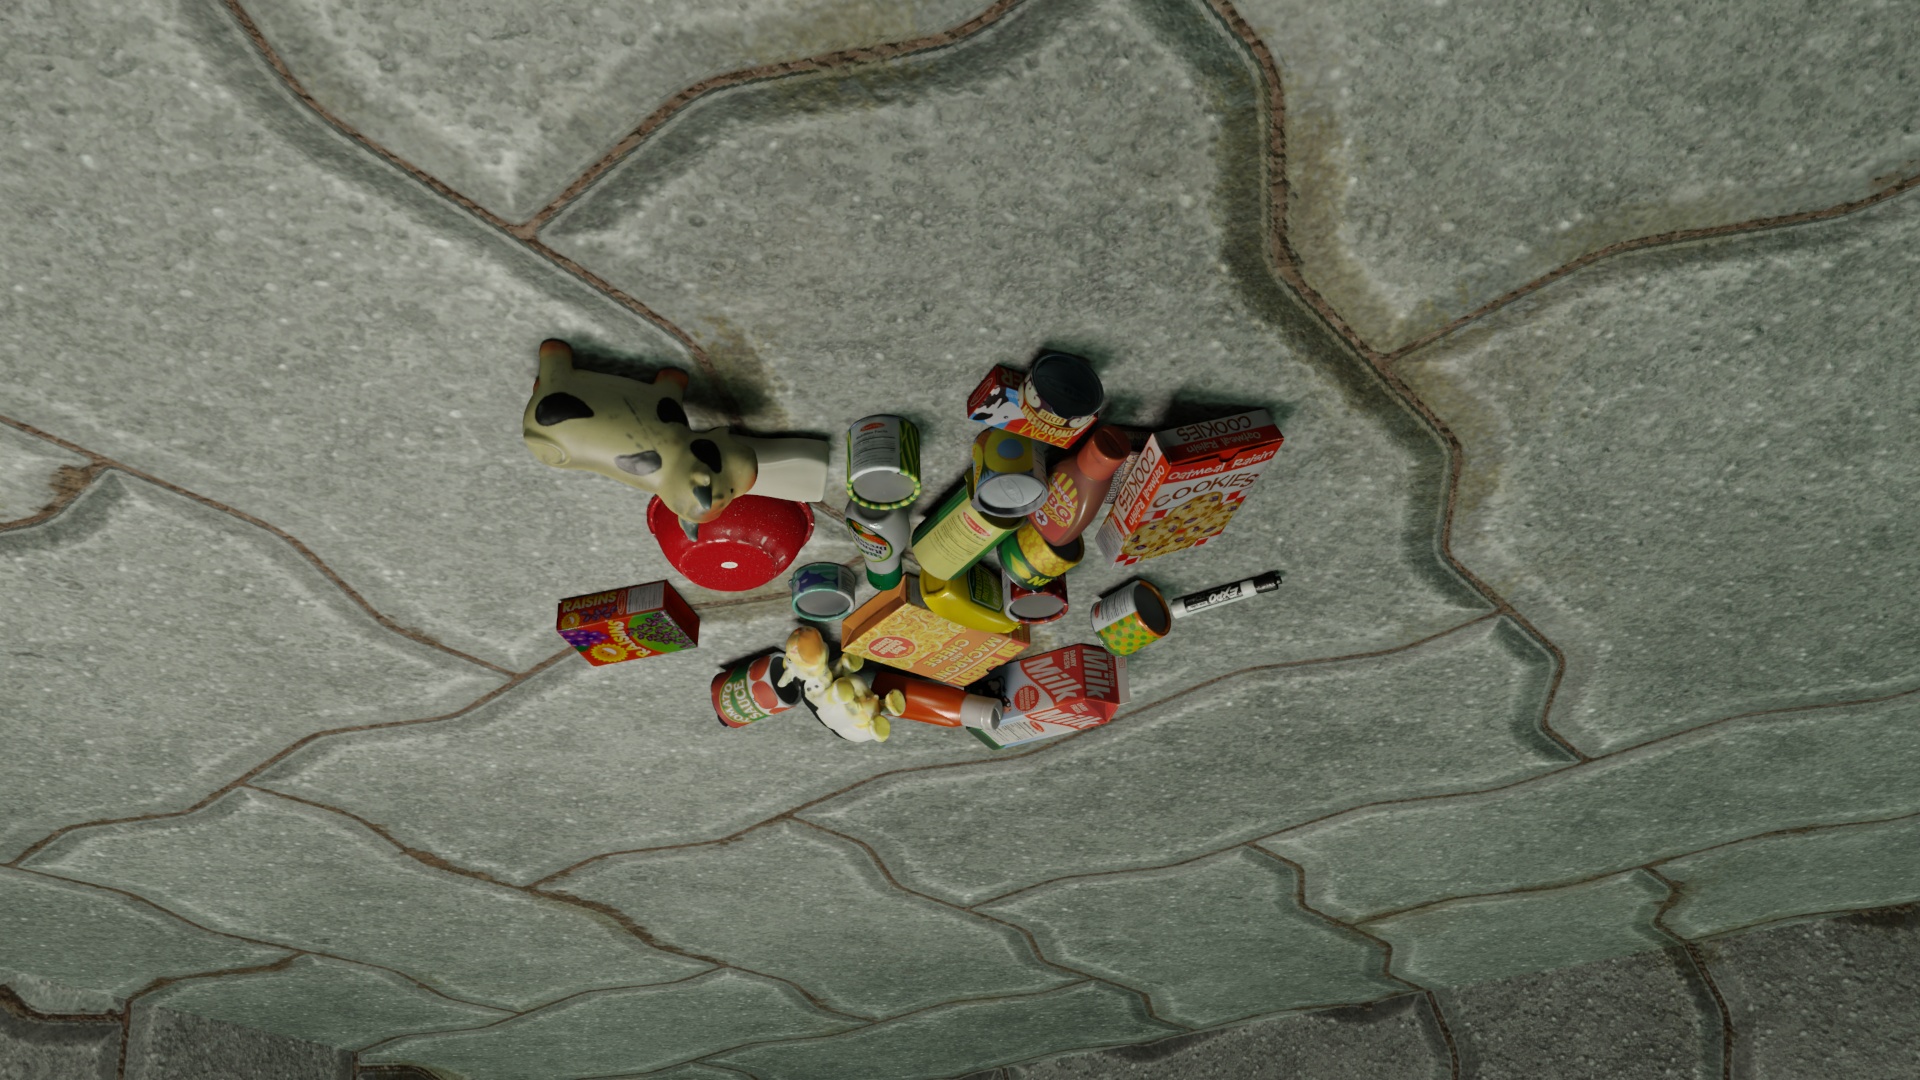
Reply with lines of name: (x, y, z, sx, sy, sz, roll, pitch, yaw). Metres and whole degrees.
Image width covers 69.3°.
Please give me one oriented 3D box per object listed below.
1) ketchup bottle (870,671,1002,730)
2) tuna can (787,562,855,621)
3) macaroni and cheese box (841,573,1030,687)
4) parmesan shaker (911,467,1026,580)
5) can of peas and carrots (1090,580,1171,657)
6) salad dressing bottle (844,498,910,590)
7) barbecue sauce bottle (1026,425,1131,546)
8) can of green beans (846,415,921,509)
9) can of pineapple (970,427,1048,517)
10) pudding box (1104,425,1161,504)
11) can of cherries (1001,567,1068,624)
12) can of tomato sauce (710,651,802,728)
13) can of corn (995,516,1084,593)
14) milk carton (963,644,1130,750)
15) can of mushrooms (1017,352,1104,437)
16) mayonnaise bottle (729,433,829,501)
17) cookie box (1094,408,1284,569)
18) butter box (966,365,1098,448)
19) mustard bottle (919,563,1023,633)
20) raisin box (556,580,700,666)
ketchup bottle: (-0.027, 0.187, 1.587, 0.149, 0.044, 0.064, 8, 150, 23)
tuna can: (-0.144, 0.054, 1.433, 0.071, 0.033, 0.070, -2, 146, -2)
macaroni and cheese box: (-0.026, 0.102, 1.507, 0.166, 0.040, 0.123, 21, 140, -31)
parmesan shaker: (0.005, -0.016, 1.312, 0.071, 0.071, 0.102, 18, 142, -28)
can of peas and carrots: (0.183, 0.084, 1.472, 0.071, 0.071, 0.058, 26, 136, -36)
salad dressing bottle: (-0.078, 0.001, 1.343, 0.064, 0.044, 0.147, 27, 156, 15)
barbecue sauce bottle: (0.107, -0.052, 1.252, 0.044, 0.065, 0.147, -28, 167, -30)
can of green beans: (-0.068, -0.068, 1.232, 0.071, 0.058, 0.071, -2, 146, -1)
can of pineapple: (0.042, -0.062, 1.250, 0.071, 0.058, 0.070, -2, 146, -1)
pudding box: (0.150, -0.068, 1.275, 0.050, 0.030, 0.083, 6, 145, -13)
can of cherries: (0.078, 0.045, 1.413, 0.071, 0.059, 0.071, -2, 146, -1)
can of tomato sauce: (-0.230, 0.169, 1.566, 0.083, 0.071, 0.071, -22, 142, 25)
can of corn: (0.079, 0.009, 1.348, 0.071, 0.071, 0.058, 25, 137, -35)
milk carton: (0.105, 0.178, 1.603, 0.190, 0.073, 0.073, -17, 144, 21)
can of mushrooms: (0.082, -0.119, 1.156, 0.071, 0.071, 0.033, 11, 145, -20)
mayonnaise bottle: (-0.194, -0.068, 1.240, 0.148, 0.041, 0.064, 5, 144, -10)
cookie box: (0.207, -0.045, 1.268, 0.123, 0.040, 0.166, -14, 151, -24)
butter box: (0.063, -0.114, 1.204, 0.103, 0.024, 0.053, 15, 143, -24)
mustard bottle: (0.022, 0.062, 1.434, 0.048, 0.065, 0.160, -19, 149, 32)
raisin box: (-0.349, 0.088, 1.463, 0.123, 0.040, 0.085, -12, 146, 11)
